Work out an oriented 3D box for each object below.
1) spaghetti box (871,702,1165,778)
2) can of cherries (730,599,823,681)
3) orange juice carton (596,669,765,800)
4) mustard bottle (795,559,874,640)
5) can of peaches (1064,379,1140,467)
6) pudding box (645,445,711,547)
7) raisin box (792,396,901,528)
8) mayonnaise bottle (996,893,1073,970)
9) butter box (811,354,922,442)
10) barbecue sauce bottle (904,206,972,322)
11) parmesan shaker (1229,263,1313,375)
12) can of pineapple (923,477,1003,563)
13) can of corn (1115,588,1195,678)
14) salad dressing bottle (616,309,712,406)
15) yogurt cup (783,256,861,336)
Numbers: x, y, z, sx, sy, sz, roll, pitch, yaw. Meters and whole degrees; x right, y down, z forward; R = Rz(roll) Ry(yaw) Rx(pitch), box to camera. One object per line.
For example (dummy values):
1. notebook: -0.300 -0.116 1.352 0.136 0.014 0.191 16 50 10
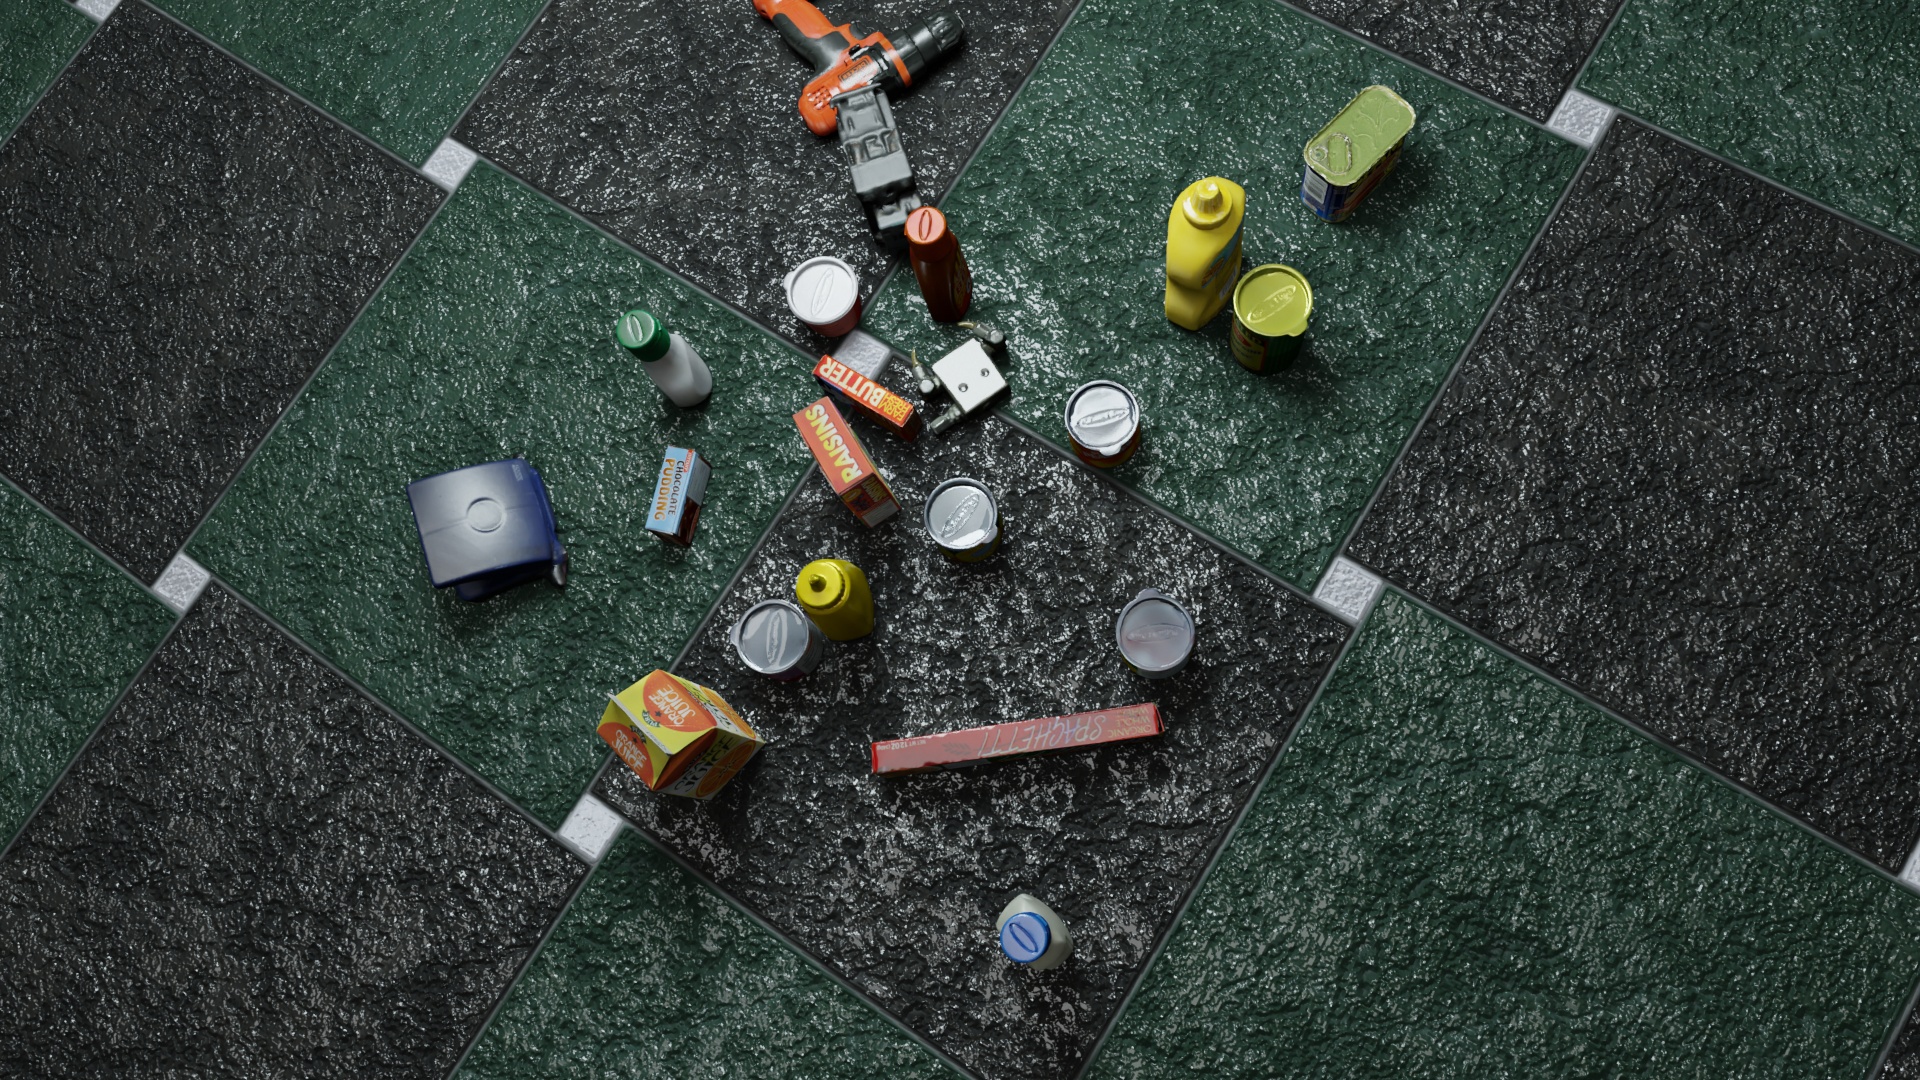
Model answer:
1. spaghetti box: 0.050 0.173 1.195 0.250 0.050 0.029 -9 75 6
2. can of cherries: -0.163 0.090 1.242 0.071 0.058 0.071 -2 76 8
3. orange juice carton: -0.237 0.163 1.164 0.072 0.192 0.073 43 86 15
4. mustard bottle: -0.111 0.046 1.193 0.049 0.160 0.065 -12 75 5
5. can of peaches: 0.129 -0.102 1.249 0.071 0.058 0.071 -2 76 8
6. pudding box: -0.262 -0.041 1.294 0.030 0.049 0.084 10 78 11
7. raisin box: -0.100 -0.068 1.239 0.040 0.123 0.086 -31 74 0
8. mayonnaise bottle: 0.057 0.314 1.108 0.041 0.148 0.065 -45 75 -4
9. butter box: -0.085 -0.132 1.289 0.103 0.053 0.024 31 83 14
10. barbecue sauce bottle: -0.021 -0.254 1.261 0.044 0.148 0.065 4 77 9
11. parmesan shaker: 0.274 -0.190 1.227 0.071 0.103 0.071 -2 76 8
12. can of pineapple: 0.004 -0.016 1.245 0.071 0.057 0.071 -2 76 8
13. can of corn: 0.168 0.081 1.197 0.071 0.058 0.071 -2 76 8
14. salad dressing bottle: -0.272 -0.168 1.276 0.044 0.147 0.064 -20 75 3
15. yogurt cup: -0.126 -0.228 1.319 0.072 0.054 0.072 -2 76 8
